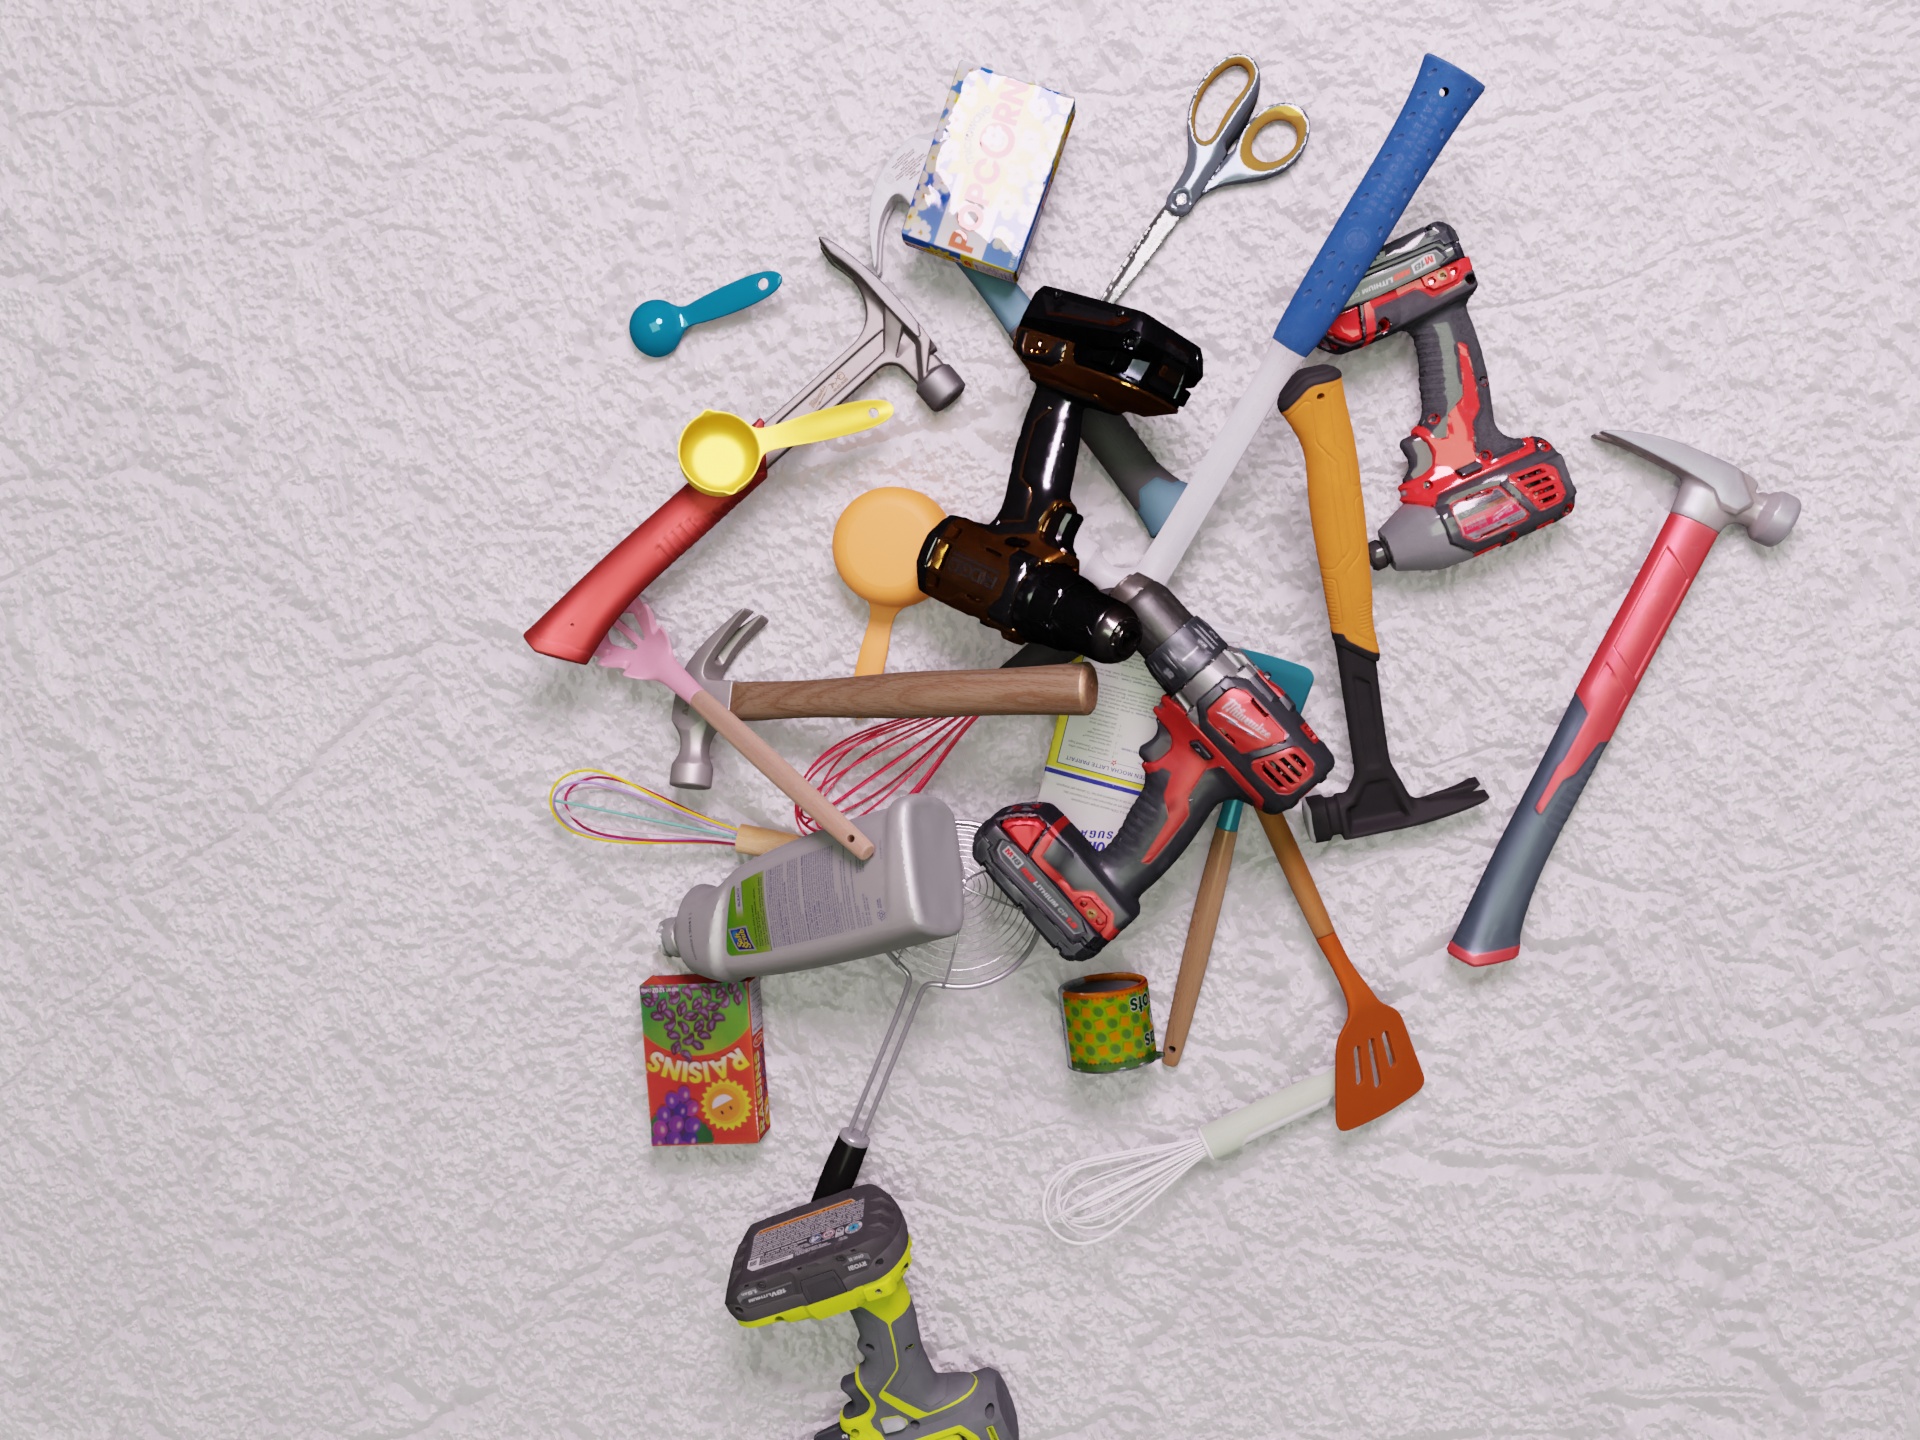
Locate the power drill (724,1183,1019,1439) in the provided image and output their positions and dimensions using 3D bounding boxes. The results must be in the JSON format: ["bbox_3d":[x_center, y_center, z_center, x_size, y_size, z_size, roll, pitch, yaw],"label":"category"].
[{"bbox_3d":[-0.083,0.471,1.165,0.190,0.080,0.228,-21,106,6],"label":"power drill"}]

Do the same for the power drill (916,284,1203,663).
[{"bbox_3d":[0.078,-0.156,1.048,0.185,0.084,0.226,30,100,43],"label":"power drill"}]

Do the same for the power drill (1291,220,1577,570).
[{"bbox_3d":[0.315,-0.213,1.094,0.143,0.078,0.219,-24,94,7],"label":"power drill"}]

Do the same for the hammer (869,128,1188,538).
[{"bbox_3d":[0.055,-0.274,1.135,0.128,0.033,0.331,-37,90,6],"label":"hammer"}]

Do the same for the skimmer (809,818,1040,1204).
[{"bbox_3d":[-0.049,0.248,1.185,0.127,0.090,0.363,24,106,7],"label":"skimmer"}]

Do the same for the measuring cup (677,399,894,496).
[{"bbox_3d":[-0.122,-0.197,1.115,0.156,0.029,0.062,-17,88,-15],"label":"measuring cup"}]

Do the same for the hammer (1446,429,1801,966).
[{"bbox_3d":[0.428,-0.009,1.113,0.143,0.038,0.386,26,96,5],"label":"hammer"}]

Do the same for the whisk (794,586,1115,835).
[{"bbox_3d":[-0.002,-0.004,1.131,0.296,0.073,0.073,-35,90,14],"label":"whisk"}]

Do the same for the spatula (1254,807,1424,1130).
[{"bbox_3d":[0.247,0.133,1.143,0.081,0.041,0.323,-22,84,-21],"label":"spatula"}]

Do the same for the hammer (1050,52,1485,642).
[{"bbox_3d":[0.217,-0.234,1.052,0.144,0.035,0.405,32,112,5],"label":"hammer"}]

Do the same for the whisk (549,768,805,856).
[{"bbox_3d":[-0.186,0.079,1.179,0.245,0.051,0.047,11,72,1],"label":"whisk"}]

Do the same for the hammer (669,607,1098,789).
[{"bbox_3d":[-0.061,-0.019,1.105,0.331,0.031,0.130,-2,77,27],"label":"hammer"}]

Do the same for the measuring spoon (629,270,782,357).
[{"bbox_3d":[-0.188,-0.299,1.149,0.128,0.021,0.042,-16,90,21],"label":"measuring spoon"}]

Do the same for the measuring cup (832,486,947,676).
[{"bbox_3d":[-0.058,-0.085,1.149,0.095,0.052,0.173,13,93,5],"label":"measuring cup"}]

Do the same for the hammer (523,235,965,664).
[{"bbox_3d":[-0.174,-0.177,1.137,0.359,0.036,0.149,-42,90,-3],"label":"hammer"}]

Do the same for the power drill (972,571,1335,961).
[{"bbox_3d":[0.112,0.031,1.075,0.226,0.080,0.188,-43,85,13],"label":"power drill"}]

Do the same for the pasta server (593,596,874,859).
[{"bbox_3d":[-0.172,-0.003,1.120,0.316,0.040,0.060,39,91,28],"label":"pasta server"}]

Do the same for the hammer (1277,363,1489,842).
[{"bbox_3d":[0.271,-0.075,1.071,0.127,0.034,0.336,-13,114,6],"label":"hammer"}]

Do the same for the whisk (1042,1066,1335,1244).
[{"bbox_3d":[0.172,0.313,1.159,0.246,0.057,0.059,-26,61,3],"label":"whisk"}]

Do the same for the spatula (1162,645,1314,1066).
[{"bbox_3d":[0.179,0.103,1.129,0.082,0.044,0.317,15,103,19],"label":"spatula"}]
